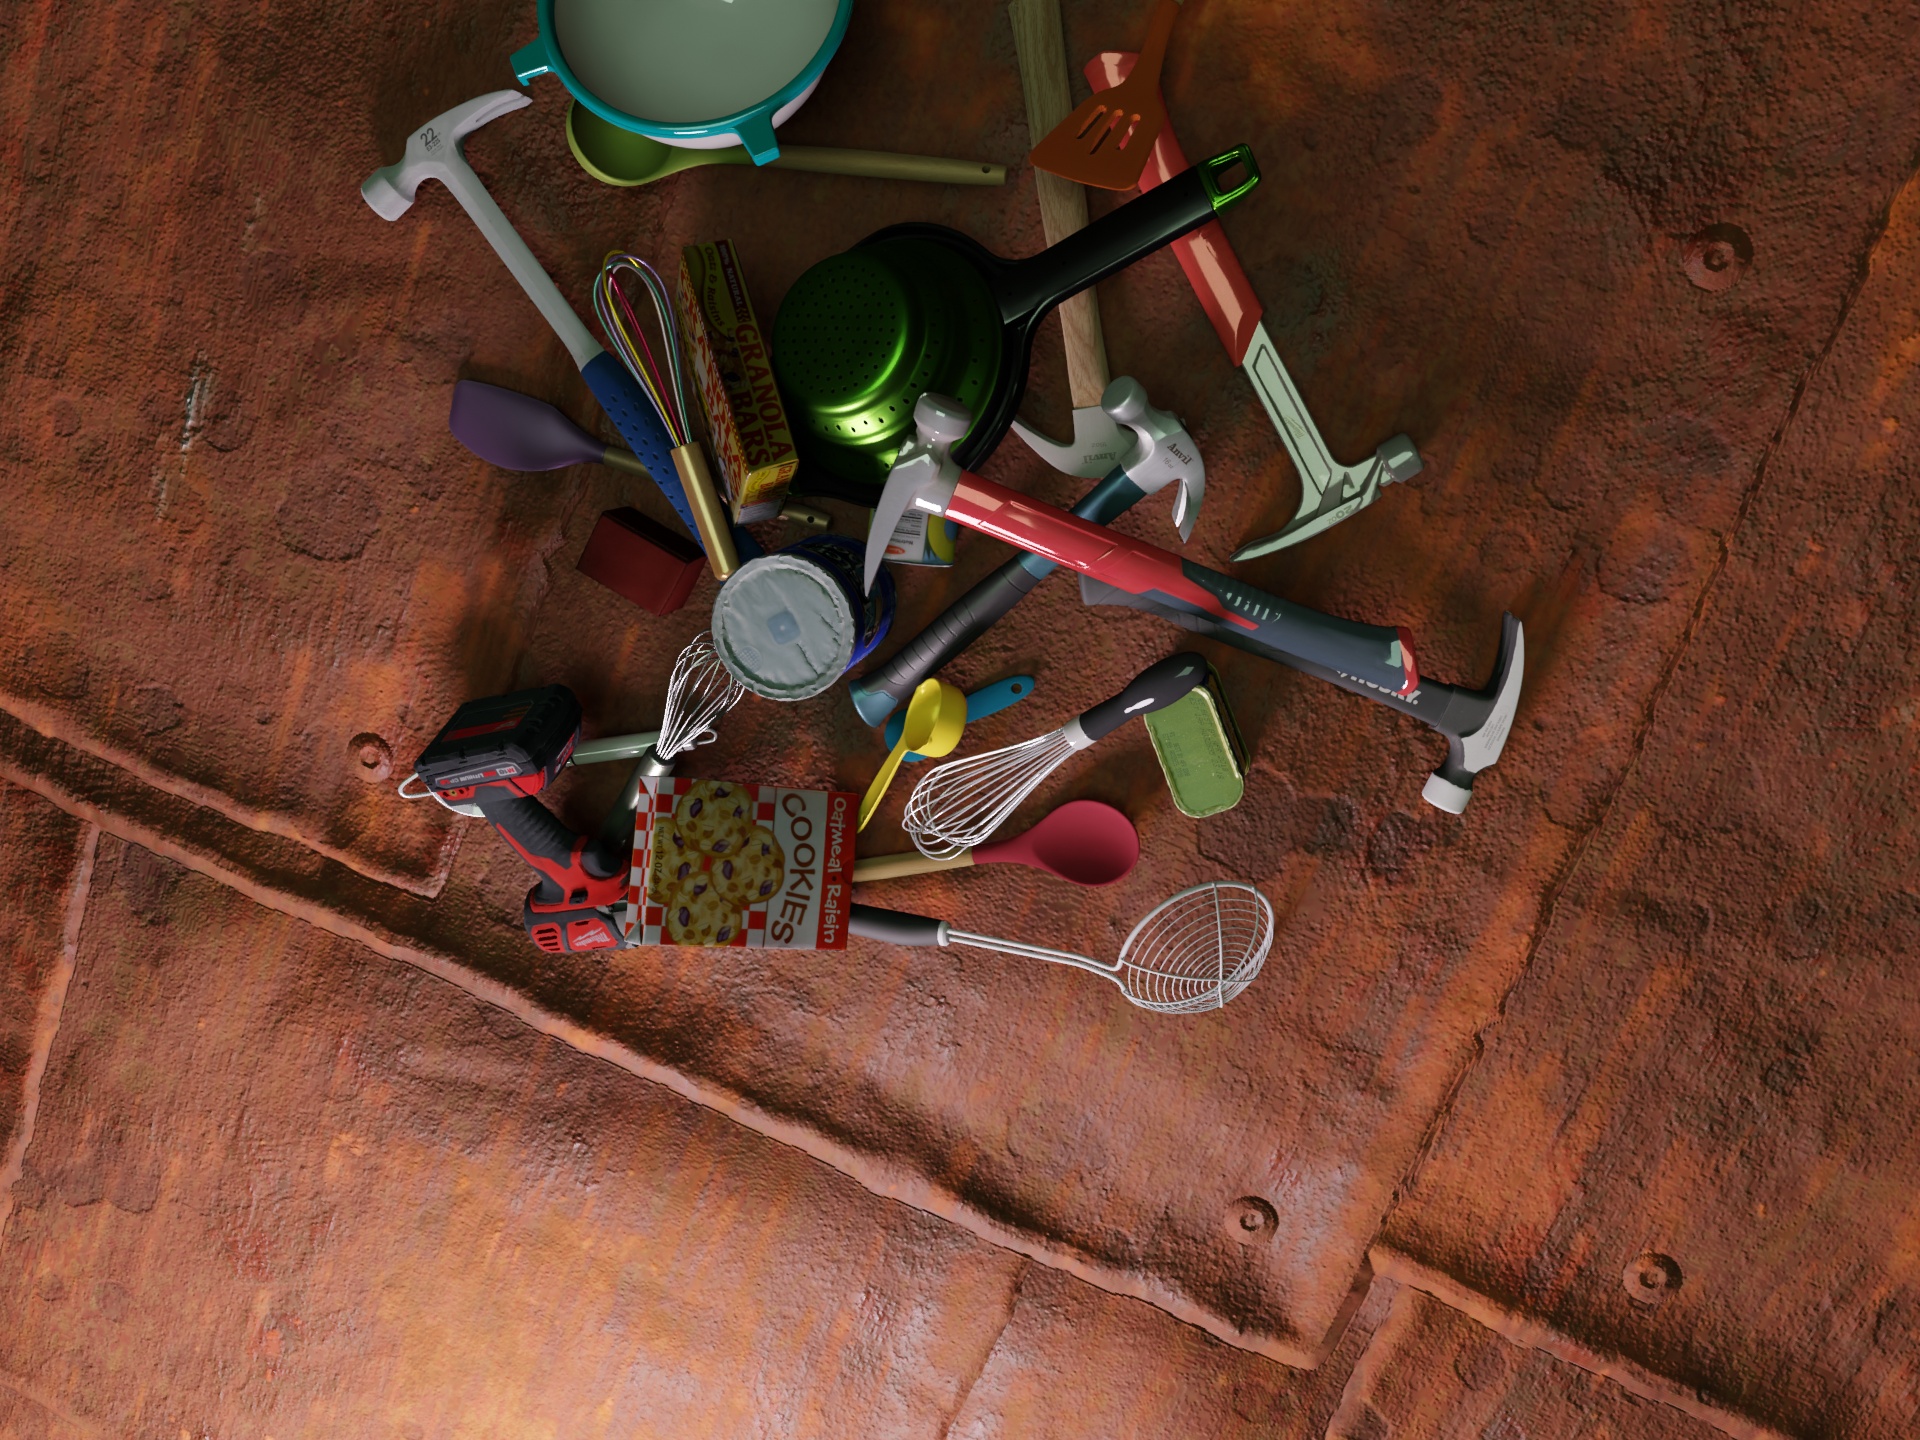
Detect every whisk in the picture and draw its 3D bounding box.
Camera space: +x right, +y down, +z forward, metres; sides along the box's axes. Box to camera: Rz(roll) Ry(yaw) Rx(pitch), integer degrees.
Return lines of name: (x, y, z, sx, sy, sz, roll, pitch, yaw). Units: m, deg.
whisk: (-0.226, 0.022, 1.224, 0.059, 0.058, 0.246, 48, 126, 15)
whisk: (-0.209, -0.217, 1.142, 0.051, 0.047, 0.245, -18, 97, 2)
whisk: (0.062, 0.021, 1.143, 0.284, 0.070, 0.070, -33, 95, 33)

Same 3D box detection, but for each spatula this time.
spatula: (0.145, -0.497, 1.042, 0.081, 0.041, 0.322, 25, 95, 24)
spatula: (-0.248, -0.194, 1.220, 0.316, 0.018, 0.059, 17, 105, 7)

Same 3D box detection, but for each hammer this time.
hammer: (0.237, -0.057, 1.127, 0.334, 0.035, 0.146, 21, 106, -5)
hammer: (0.039, -0.104, 1.157, 0.331, 0.033, 0.128, -39, 130, 23)
hammer: (-0.275, -0.280, 1.184, 0.144, 0.035, 0.405, -36, 90, 14)
hammer: (0.128, -0.086, 1.081, 0.386, 0.038, 0.143, 21, 115, -6)
hammer: (0.176, -0.295, 1.111, 0.149, 0.037, 0.359, -28, 97, 15)
hammer: (0.074, -0.336, 1.123, 0.130, 0.031, 0.331, -8, 100, 12)

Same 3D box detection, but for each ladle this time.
ladle: (-0.014, 0.110, 1.241, 0.315, 0.031, 0.069, -9, 97, 14)
ladle: (-0.124, -0.403, 1.120, 0.320, 0.062, 0.078, 9, 82, 12)

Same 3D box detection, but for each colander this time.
colander: (0.007, -0.287, 1.065, 0.397, 0.094, 0.205, -25, 74, 22)

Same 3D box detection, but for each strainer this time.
strainer: (-0.145, -0.525, 1.086, 0.211, 0.095, 0.340, 21, 80, 9)
strainer: (-0.319, 0.028, 1.273, 0.258, 0.050, 0.086, -7, 123, 6)

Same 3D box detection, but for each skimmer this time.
skimmer: (0.055, 0.155, 1.232, 0.363, 0.090, 0.127, 8, 133, 20)

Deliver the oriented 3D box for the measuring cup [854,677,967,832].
measuring cup: (-0.039, 0.034, 1.202, 0.029, 0.062, 0.156, 15, 128, -23)

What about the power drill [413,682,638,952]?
power drill: (-0.288, 0.085, 1.219, 0.188, 0.080, 0.226, -9, 124, 25)

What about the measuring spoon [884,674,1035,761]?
measuring spoon: (-0.002, -0.004, 1.214, 0.128, 0.021, 0.042, -24, 97, 16)
